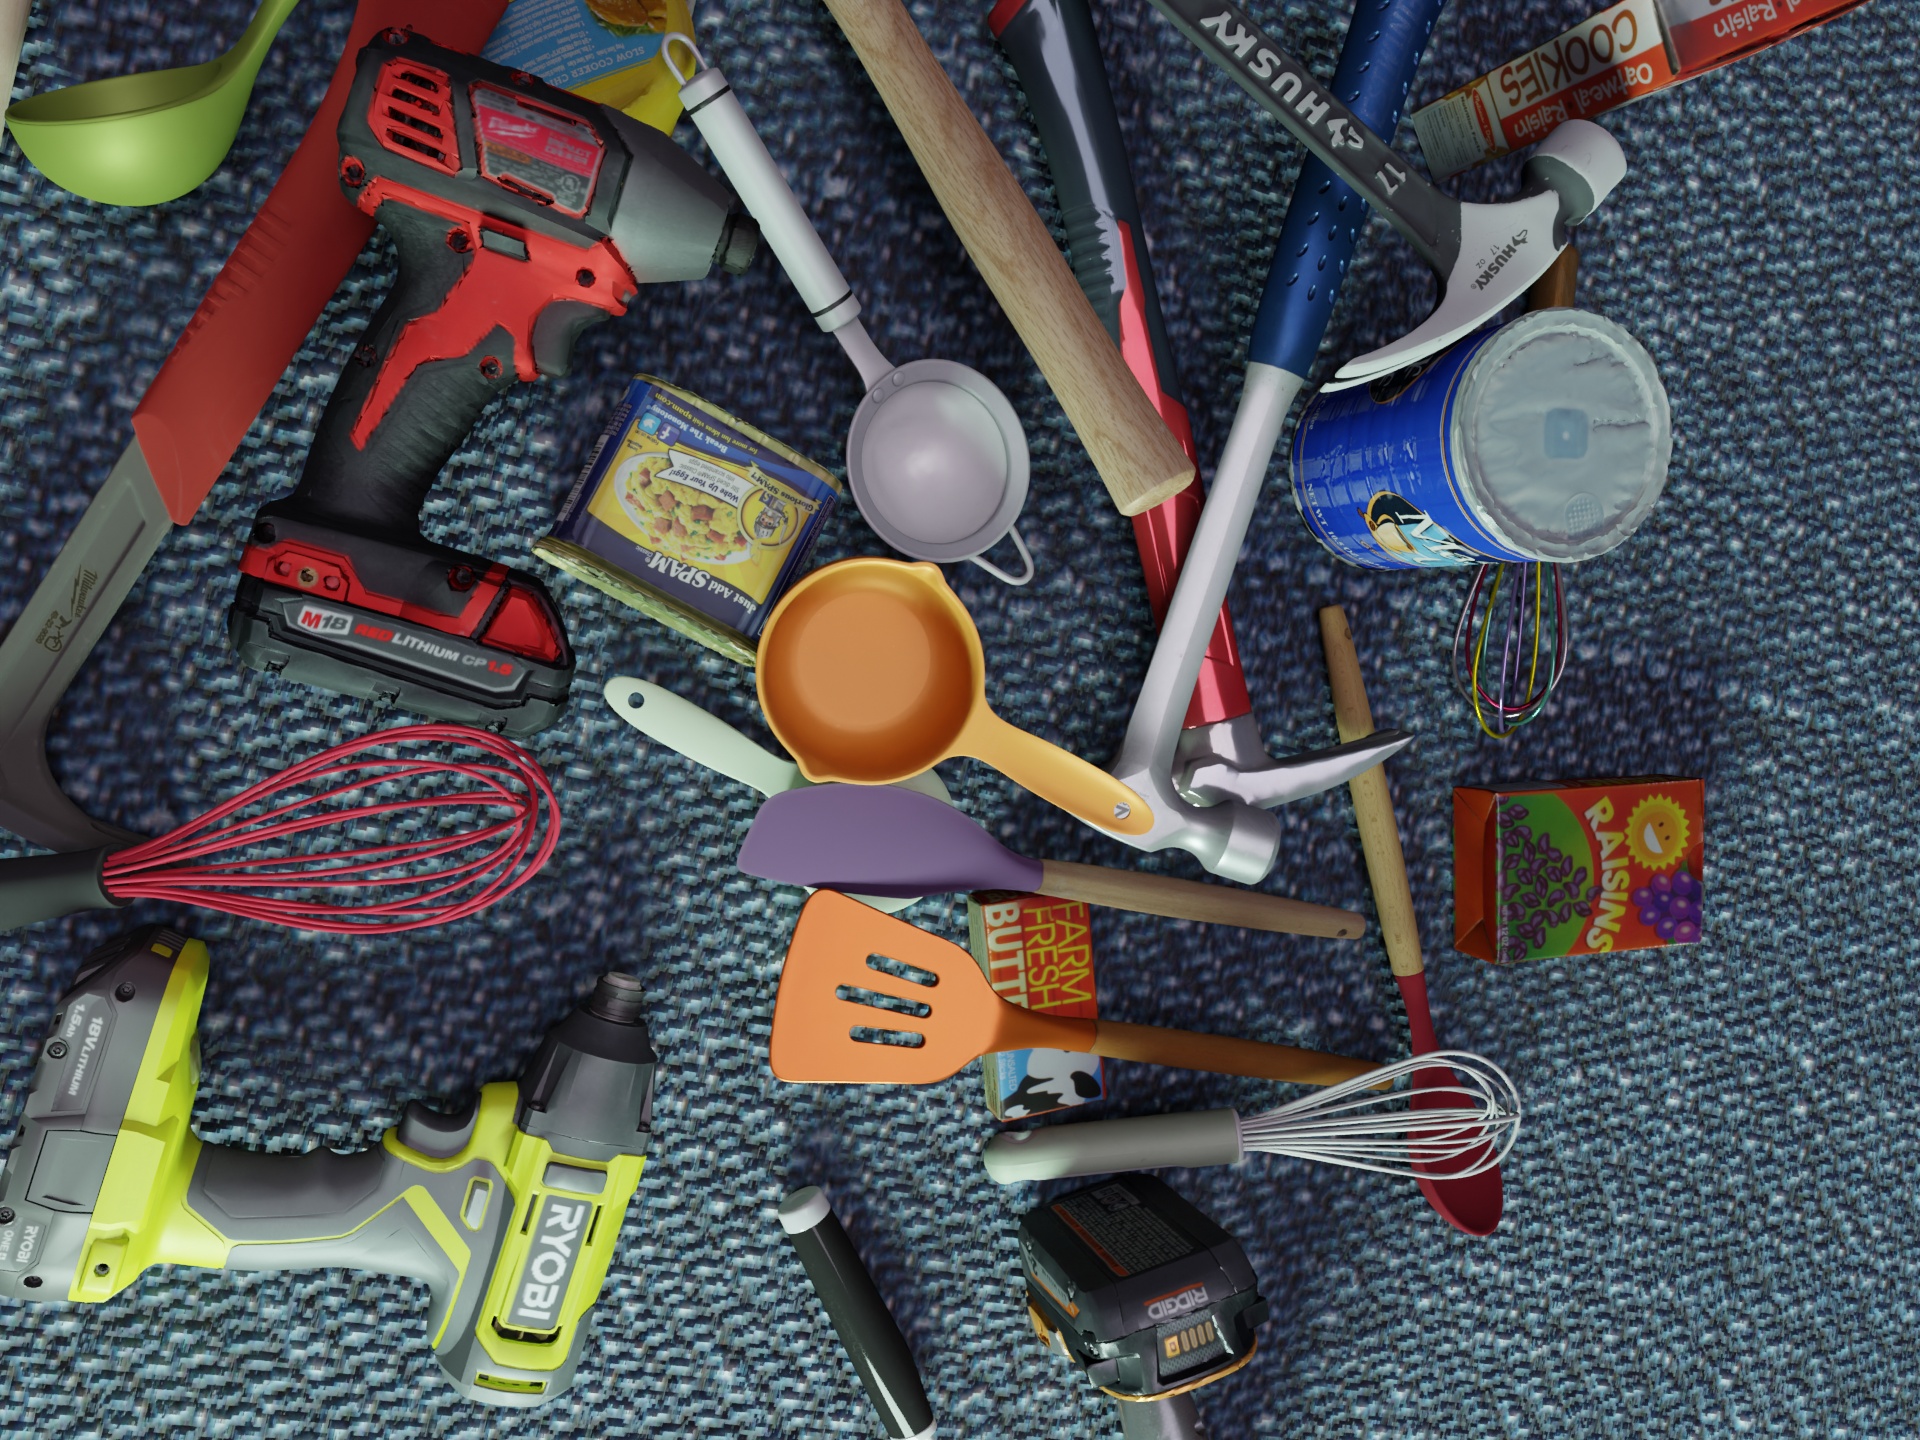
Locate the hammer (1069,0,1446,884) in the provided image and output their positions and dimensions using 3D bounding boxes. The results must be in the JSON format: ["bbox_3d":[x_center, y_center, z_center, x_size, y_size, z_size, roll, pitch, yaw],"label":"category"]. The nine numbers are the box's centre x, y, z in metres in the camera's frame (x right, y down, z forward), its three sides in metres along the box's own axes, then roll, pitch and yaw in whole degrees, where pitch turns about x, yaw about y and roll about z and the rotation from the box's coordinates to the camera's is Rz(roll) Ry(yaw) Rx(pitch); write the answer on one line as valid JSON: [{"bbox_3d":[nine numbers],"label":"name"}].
[{"bbox_3d":[0.126,-0.141,0.682,0.144,0.035,0.405,18,91,-10],"label":"hammer"}]

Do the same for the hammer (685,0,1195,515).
[{"bbox_3d":[-0.004,-0.230,0.650,0.130,0.031,0.331,-29,86,-11],"label":"hammer"}]

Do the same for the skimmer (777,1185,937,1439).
[{"bbox_3d":[-0.001,0.380,0.696,0.127,0.090,0.363,-22,98,18],"label":"skimmer"}]

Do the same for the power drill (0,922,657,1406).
[{"bbox_3d":[-0.237,0.163,0.623,0.223,0.080,0.171,18,89,-21],"label":"power drill"}]

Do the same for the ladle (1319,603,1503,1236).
[{"bbox_3d":[0.213,0.098,0.775,0.069,0.031,0.315,-18,97,-49],"label":"ladle"}]

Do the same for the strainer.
[{"bbox_3d":[-0.047,-0.163,0.657,0.087,0.050,0.258,-42,115,-20],"label":"strainer"}]

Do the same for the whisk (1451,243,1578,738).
[{"bbox_3d":[0.277,-0.113,0.776,0.047,0.051,0.245,8,88,-11],"label":"whisk"}]

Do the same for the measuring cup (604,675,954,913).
[{"bbox_3d":[-0.075,0.026,0.679,0.167,0.038,0.083,30,85,-18],"label":"measuring cup"}]

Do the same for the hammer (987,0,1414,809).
[{"bbox_3d":[0.096,-0.149,0.713,0.143,0.038,0.386,-14,96,-7],"label":"hammer"}]

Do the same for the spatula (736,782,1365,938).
[{"bbox_3d":[0.056,0.070,0.700,0.315,0.018,0.059,12,123,-27],"label":"spatula"}]

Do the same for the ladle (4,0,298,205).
[{"bbox_3d":[-0.219,-0.311,0.563,0.320,0.078,0.062,-48,128,7],"label":"ladle"}]

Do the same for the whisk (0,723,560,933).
[{"bbox_3d":[-0.283,0.053,0.567,0.296,0.073,0.073,-9,97,8],"label":"whisk"}]

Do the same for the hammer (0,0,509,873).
[{"bbox_3d":[-0.268,-0.118,0.589,0.149,0.037,0.359,33,93,-15],"label":"hammer"}]

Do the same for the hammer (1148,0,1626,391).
[{"bbox_3d":[0.069,-0.302,0.637,0.409,0.036,0.149,42,82,1],"label":"hammer"}]

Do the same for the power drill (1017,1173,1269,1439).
[{"bbox_3d":[0.103,0.330,0.678,0.084,0.185,0.226,-15,95,-14],"label":"power drill"}]

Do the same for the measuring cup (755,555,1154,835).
[{"bbox_3d":[-0.001,-0.002,0.637,0.173,0.052,0.095,29,94,-12],"label":"measuring cup"}]

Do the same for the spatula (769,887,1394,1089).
[{"bbox_3d":[0.071,0.142,0.715,0.322,0.041,0.081,14,86,-30],"label":"spatula"}]

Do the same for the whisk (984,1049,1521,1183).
[{"bbox_3d":[0.133,0.189,0.725,0.246,0.058,0.059,-6,91,1],"label":"whisk"}]

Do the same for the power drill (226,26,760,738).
[{"bbox_3d":[-0.163,-0.113,0.561,0.143,0.079,0.219,16,94,-17],"label":"power drill"}]

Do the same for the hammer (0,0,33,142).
[{"bbox_3d":[-0.316,-0.398,0.584,0.146,0.038,0.410,13,90,-18],"label":"hammer"}]
